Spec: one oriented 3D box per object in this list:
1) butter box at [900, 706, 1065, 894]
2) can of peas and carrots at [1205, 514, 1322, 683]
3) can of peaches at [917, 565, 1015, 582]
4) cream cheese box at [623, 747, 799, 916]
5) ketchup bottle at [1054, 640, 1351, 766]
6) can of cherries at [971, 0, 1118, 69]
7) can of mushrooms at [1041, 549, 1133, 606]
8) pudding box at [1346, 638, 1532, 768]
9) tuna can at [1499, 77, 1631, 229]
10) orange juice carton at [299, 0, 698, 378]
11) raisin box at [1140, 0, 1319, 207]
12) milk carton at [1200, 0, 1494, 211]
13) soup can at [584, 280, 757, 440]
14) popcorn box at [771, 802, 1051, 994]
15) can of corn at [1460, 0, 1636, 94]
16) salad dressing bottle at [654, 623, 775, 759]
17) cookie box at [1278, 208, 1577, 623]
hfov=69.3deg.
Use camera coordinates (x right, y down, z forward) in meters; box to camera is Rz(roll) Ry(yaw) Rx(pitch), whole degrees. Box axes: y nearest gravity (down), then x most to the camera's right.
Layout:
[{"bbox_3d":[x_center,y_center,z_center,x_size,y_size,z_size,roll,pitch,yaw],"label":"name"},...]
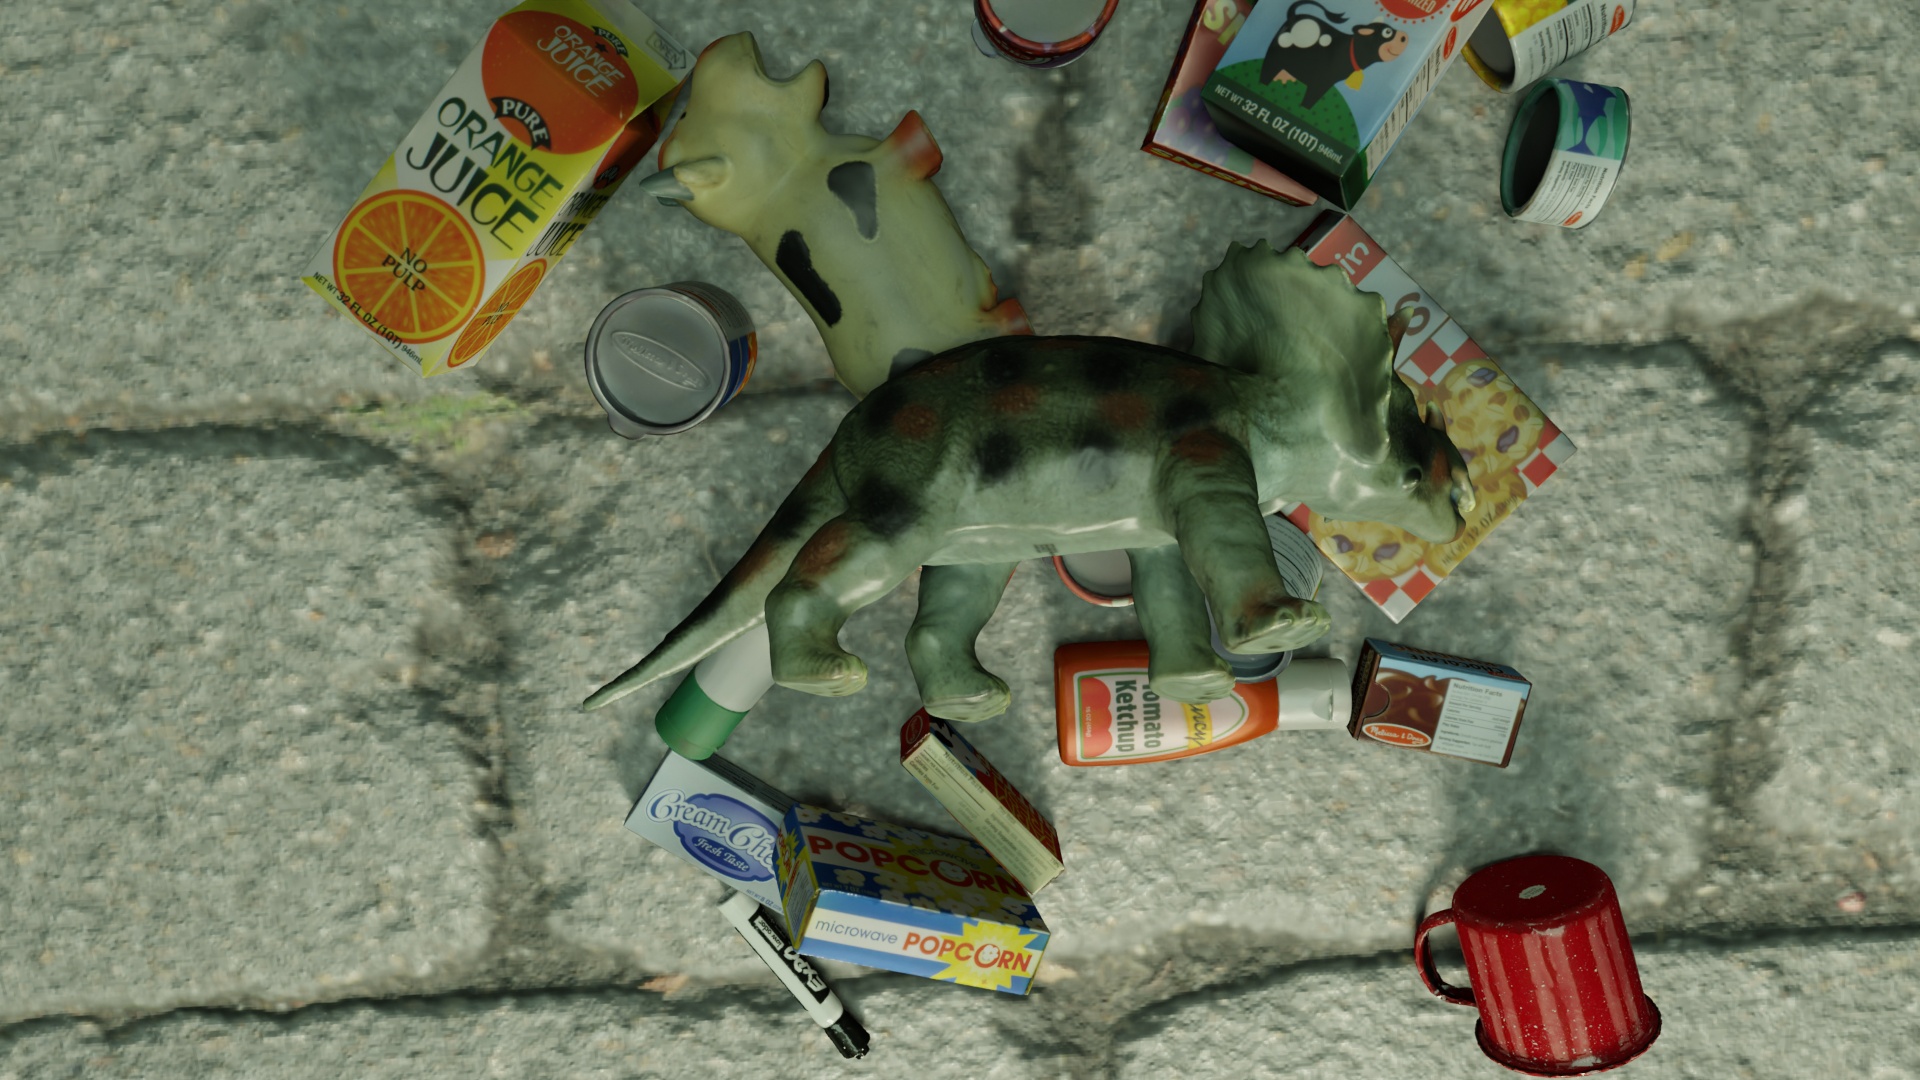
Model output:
[{"bbox_3d":[0.011,0.134,0.725,0.024,0.053,0.103,-43,100,6],"label":"butter box"},{"bbox_3d":[0.138,0.028,0.687,0.071,0.059,0.070,19,138,18],"label":"can of peas and carrots"},{"bbox_3d":[0.002,-0.009,0.686,0.058,0.071,0.071,22,102,-6],"label":"can of peaches"},{"bbox_3d":[-0.121,0.153,0.744,0.104,0.024,0.053,31,99,-7],"label":"cream cheese box"},{"bbox_3d":[0.124,0.082,0.719,0.149,0.044,0.064,-3,106,0],"label":"ketchup bottle"},{"bbox_3d":[0.037,-0.252,0.638,0.071,0.058,0.071,0,102,0],"label":"can of cherries"},{"bbox_3d":[0.075,-0.001,0.706,0.071,0.033,0.071,0,103,-1],"label":"can of mushrooms"},{"bbox_3d":[0.248,0.085,0.726,0.084,0.030,0.049,11,103,-2],"label":"pudding box"},{"bbox_3d":[0.282,-0.183,0.651,0.033,0.071,0.071,9,102,-1],"label":"tuna can"},{"bbox_3d":[-0.209,-0.172,0.648,0.072,0.073,0.192,41,99,-8],"label":"orange juice carton"},{"bbox_3d":[0.148,-0.230,0.653,0.086,0.040,0.123,20,100,-5],"label":"raisin box"},{"bbox_3d":[0.187,-0.243,0.582,0.072,0.073,0.190,36,101,14],"label":"milk carton"},{"bbox_3d":[-0.136,-0.087,0.661,0.071,0.084,0.071,0,103,0],"label":"soup can"},{"bbox_3d":[-0.027,0.181,0.703,0.127,0.085,0.038,17,102,-20],"label":"popcorn box"},{"bbox_3d":[0.261,-0.250,0.636,0.058,0.071,0.071,-31,101,7],"label":"can of corn"},{"bbox_3d":[-0.100,0.049,0.705,0.044,0.064,0.147,41,107,3],"label":"salad dressing bottle"},{"bbox_3d":[0.199,-0.061,0.690,0.167,0.040,0.123,42,99,-9],"label":"cookie box"}]
